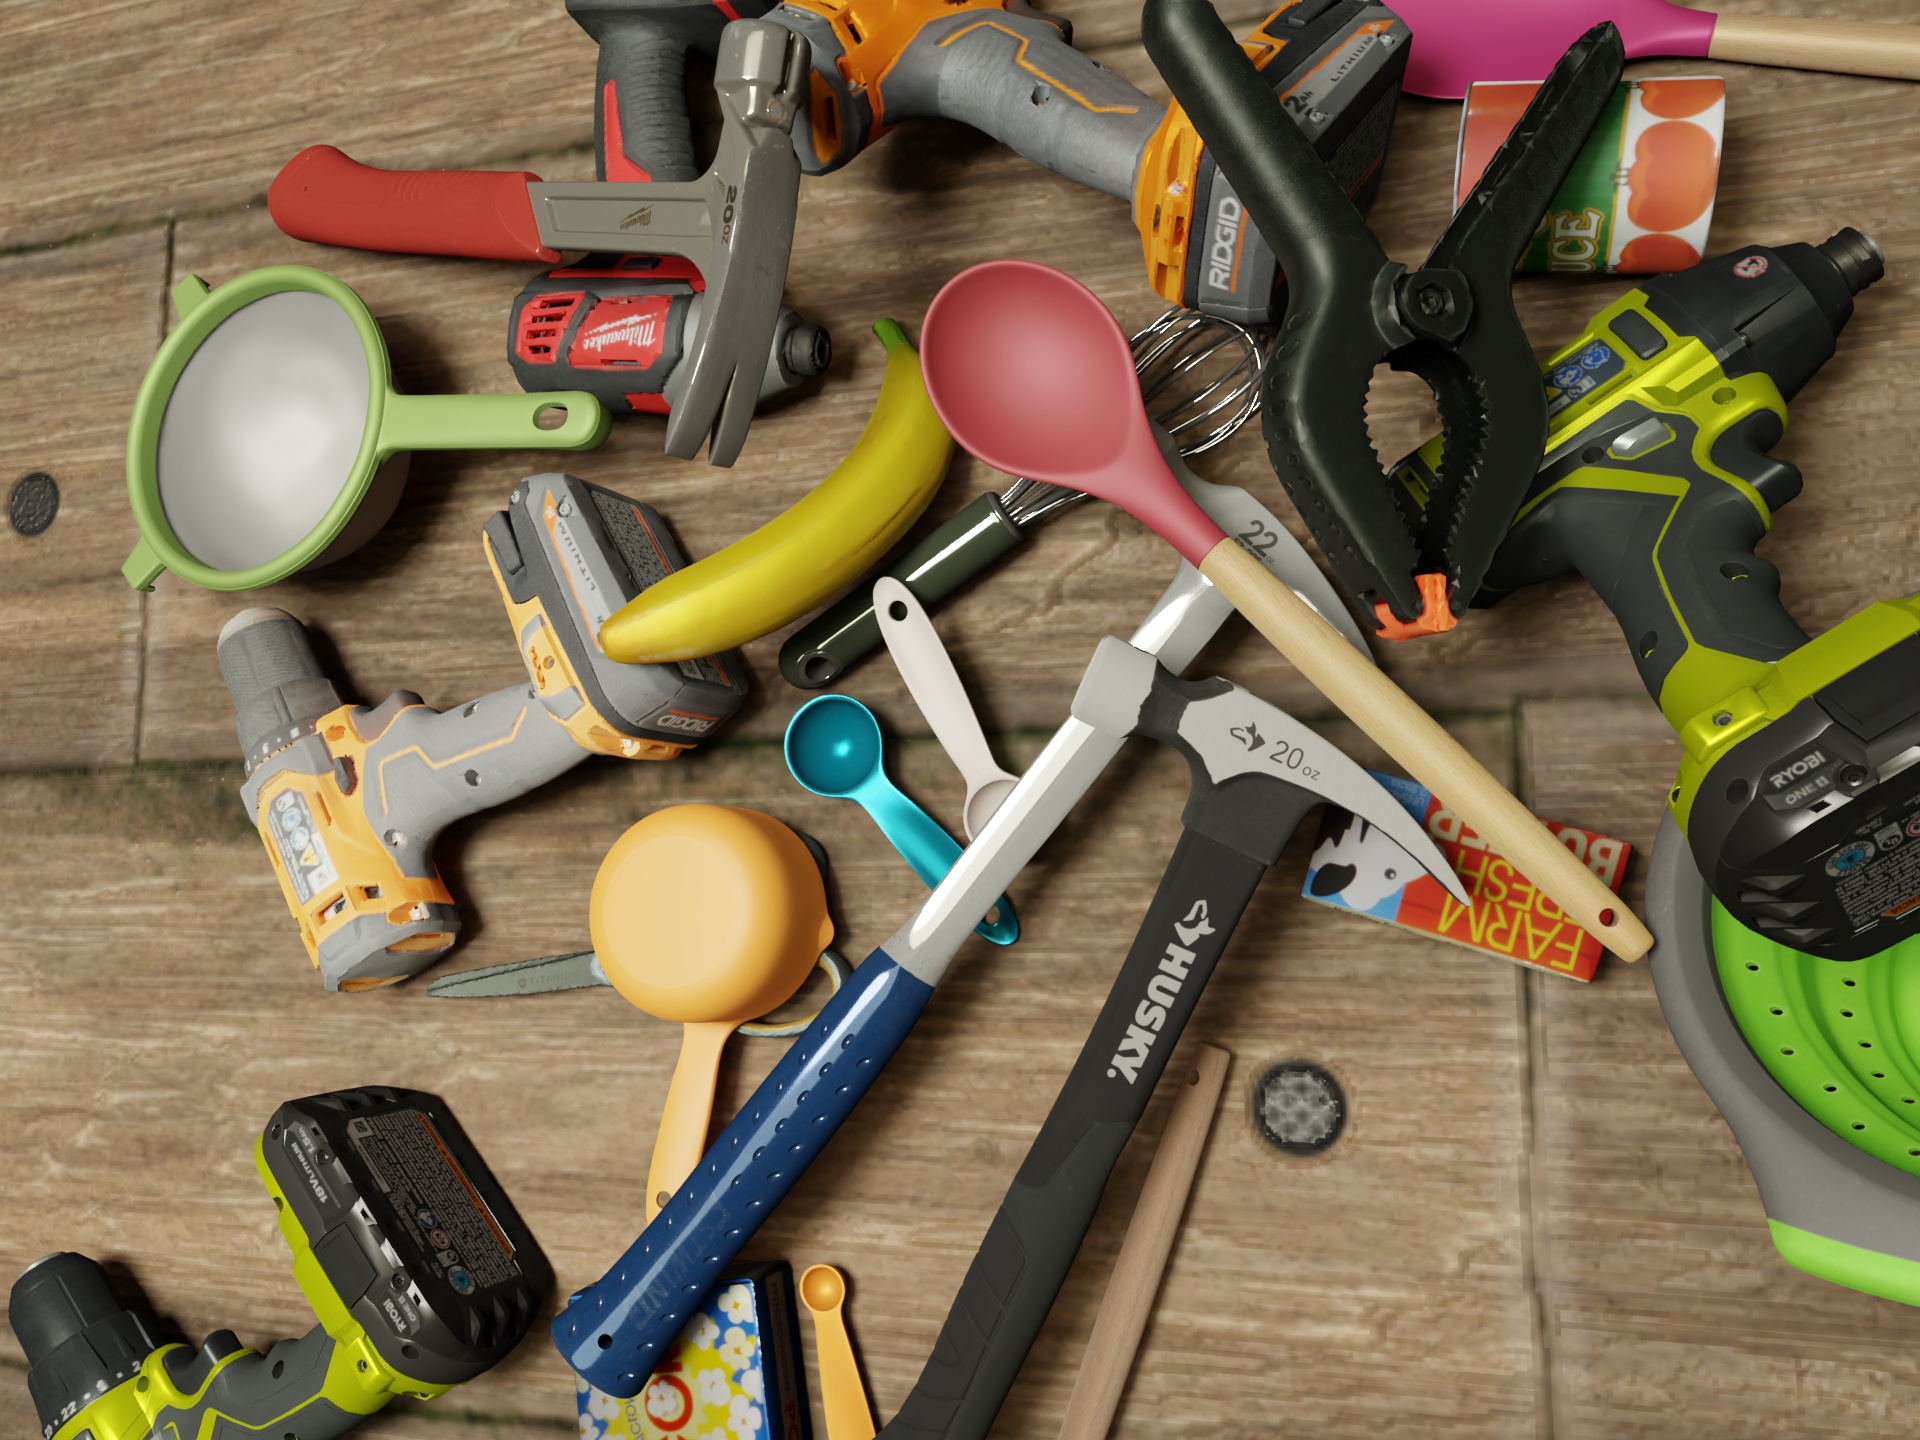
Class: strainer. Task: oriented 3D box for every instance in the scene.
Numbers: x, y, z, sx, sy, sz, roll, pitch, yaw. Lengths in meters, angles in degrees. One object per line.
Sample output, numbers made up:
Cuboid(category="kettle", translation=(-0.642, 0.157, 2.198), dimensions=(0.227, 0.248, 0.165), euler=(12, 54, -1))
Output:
Cuboid(category="strainer", translation=(-0.256, -0.125, 0.716), dimensions=(0.256, 0.069, 0.151), euler=(3, 82, 21))

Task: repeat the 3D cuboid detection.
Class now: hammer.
Cuboid(category="hammer", translation=(-0.195, -0.200, 0.658), dimensions=(0.359, 0.036, 0.149), euler=(17, 98, 42))
Cuboid(category="hammer", translation=(-0.008, 0.087, 0.590), dimensions=(0.144, 0.035, 0.405), euler=(38, 93, 1))
Cuboid(category="hammer", translation=(0.047, 0.150, 0.556), dimensions=(0.146, 0.035, 0.335), euler=(25, 97, 1))

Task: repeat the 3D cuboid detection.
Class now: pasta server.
Cuboid(category="pasta server", translation=(0.038, 0.268, 0.582), dimensions=(0.060, 0.040, 0.316), euler=(17, 87, 46))

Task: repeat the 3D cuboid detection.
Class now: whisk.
Cuboid(category="whisk", translation=(0.024, -0.087, 0.633), dimensions=(0.246, 0.057, 0.059), euler=(-35, 39, 15))

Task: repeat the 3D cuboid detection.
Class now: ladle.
Cuboid(category="ladle", translation=(0.103, -0.039, 0.526), dimensions=(0.069, 0.031, 0.315), euler=(-46, 75, 8))

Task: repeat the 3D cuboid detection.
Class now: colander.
Cuboid(category="colander", translation=(0.343, -0.009, 0.487), dimensions=(0.204, 0.094, 0.397), euler=(-1, 62, 45))

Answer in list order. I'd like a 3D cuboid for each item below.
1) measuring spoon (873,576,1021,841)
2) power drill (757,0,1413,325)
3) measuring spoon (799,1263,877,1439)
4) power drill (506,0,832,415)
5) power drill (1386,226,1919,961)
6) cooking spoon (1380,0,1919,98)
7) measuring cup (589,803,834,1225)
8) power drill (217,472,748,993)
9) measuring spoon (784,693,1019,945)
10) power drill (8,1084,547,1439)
Cuboid(category="measuring spoon", translation=(-0.001, -0.002, 0.630), dimensions=(0.034, 0.018, 0.124), euler=(-29, 86, 17))
Cuboid(category="power drill", translation=(0.047, -0.248, 0.607), dimensions=(0.226, 0.084, 0.164), euler=(26, 56, 20))
Cuboid(category="measuring spoon", translation=(-0.042, 0.272, 0.626), dimensions=(0.021, 0.011, 0.117), euler=(-16, 82, 17))
Cuboid(category="power drill", translation=(-0.112, -0.239, 0.681), dimensions=(0.143, 0.078, 0.220), euler=(7, 89, 22))
Cuboid(category="power drill", translation=(0.247, -0.055, 0.482), dimensions=(0.171, 0.080, 0.223), euler=(-35, 40, 16))
Cuboid(category="cooking spoon", translation=(0.296, -0.241, 0.568), dimensions=(0.319, 0.017, 0.069), euler=(15, 89, 21))
Cuboid(category="measuring cup", translation=(-0.111, 0.117, 0.626), dimensions=(0.095, 0.052, 0.174), euler=(8, 82, 20))
Cuboid(category="power drill", translation=(-0.223, -0.014, 0.691), dimensions=(0.226, 0.084, 0.185), euler=(-35, 72, 17))
Cuboid(category="measuring spoon", translation=(-0.020, 0.042, 0.646), dimensions=(0.042, 0.021, 0.129), euler=(-45, 81, 8))
Cuboid(category="power drill", translation=(-0.306, 0.264, 0.684), dimensions=(0.228, 0.080, 0.191), euler=(-44, 72, 12))
